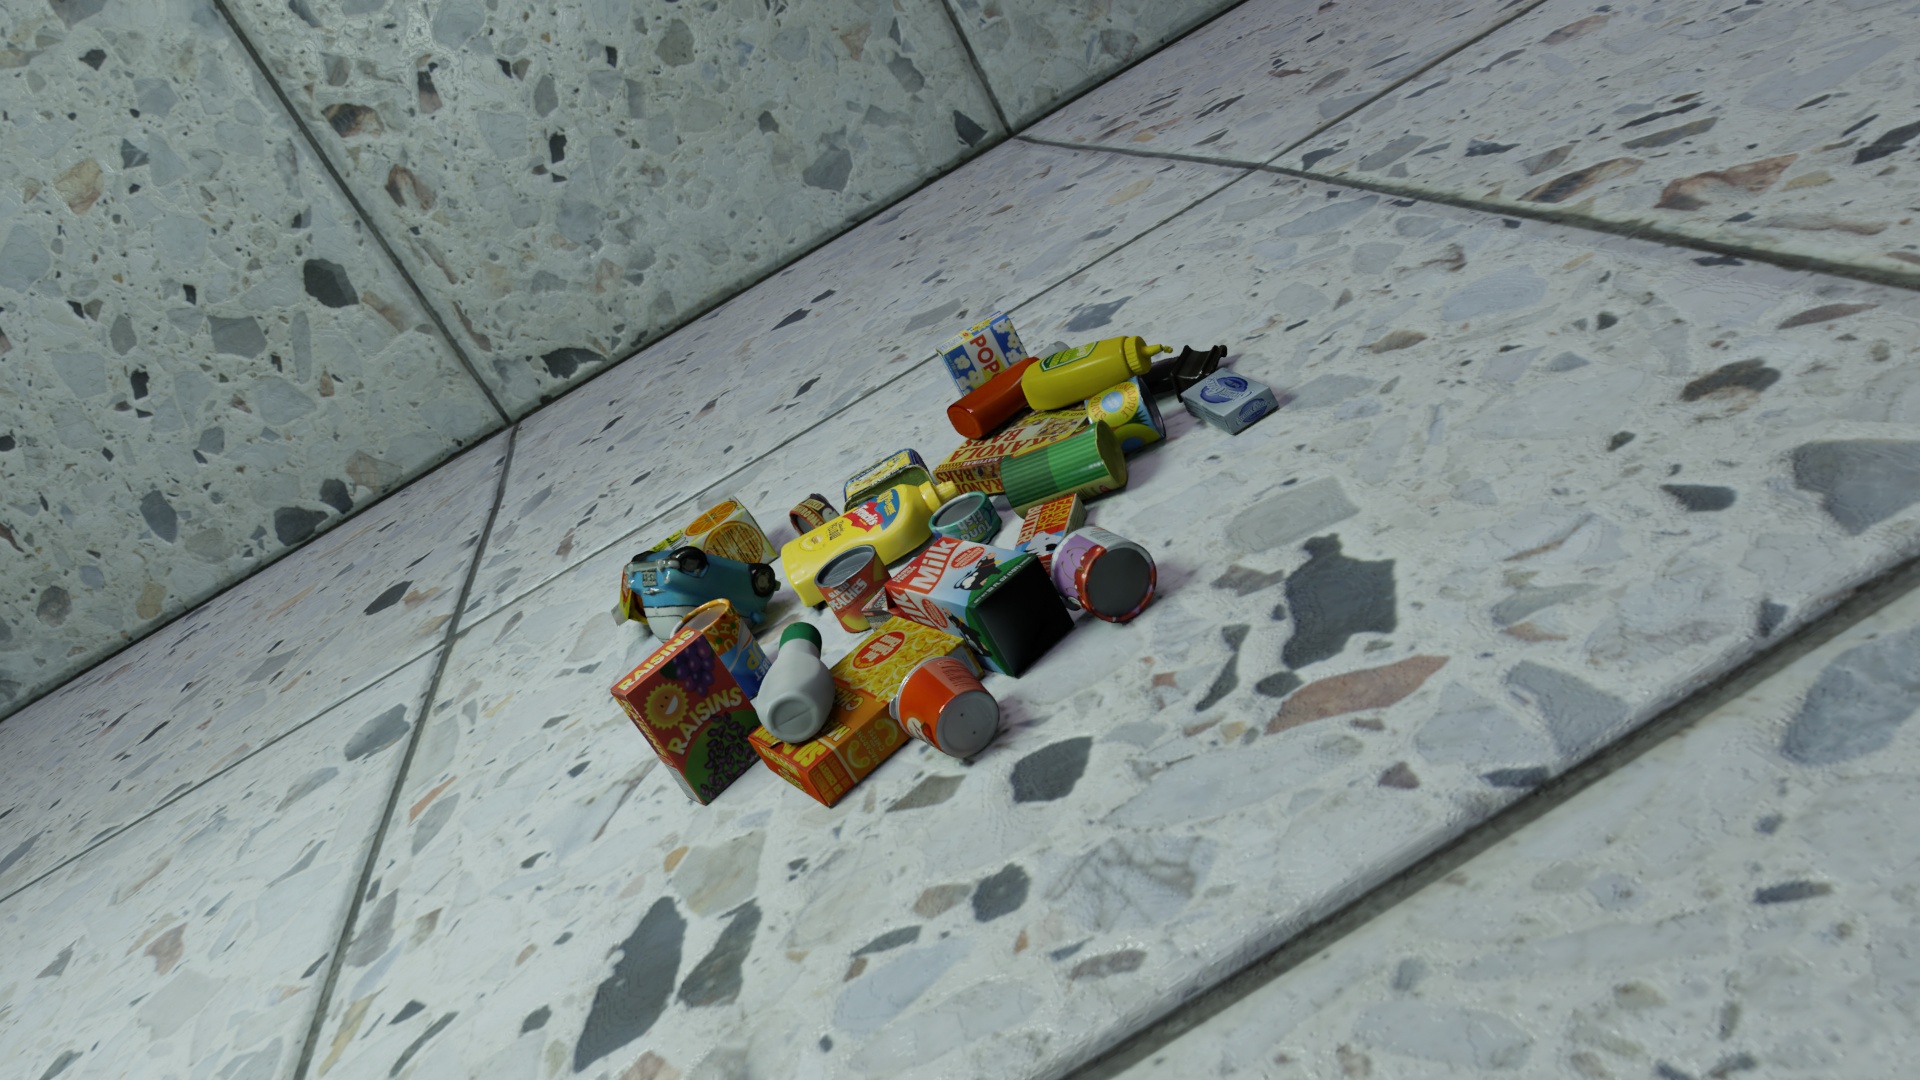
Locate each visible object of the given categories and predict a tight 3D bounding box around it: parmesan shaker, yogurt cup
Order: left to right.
[{"bbox_3d":[-0.007,0.126,1.035,0.072,0.072,0.054,-36,31,-16],"label":"yogurt cup"},{"bbox_3d":[0.095,-0.066,1.307,0.103,0.071,0.072,-19,24,23],"label":"parmesan shaker"}]

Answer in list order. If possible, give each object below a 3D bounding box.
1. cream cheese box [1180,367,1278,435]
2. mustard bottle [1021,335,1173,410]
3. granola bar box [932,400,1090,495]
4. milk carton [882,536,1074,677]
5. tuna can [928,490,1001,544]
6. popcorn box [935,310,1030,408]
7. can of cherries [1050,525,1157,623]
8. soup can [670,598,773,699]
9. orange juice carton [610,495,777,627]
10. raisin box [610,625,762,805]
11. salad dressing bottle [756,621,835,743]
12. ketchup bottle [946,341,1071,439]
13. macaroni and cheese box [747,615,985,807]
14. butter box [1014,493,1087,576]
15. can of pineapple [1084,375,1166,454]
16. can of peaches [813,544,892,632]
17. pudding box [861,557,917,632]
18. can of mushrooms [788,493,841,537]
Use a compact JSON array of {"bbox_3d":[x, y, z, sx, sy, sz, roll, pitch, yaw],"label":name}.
[{"bbox_3d":[0.254,-0.133,1.318,0.053,0.024,0.104,-33,22,-3],"label":"cream cheese box"},{"bbox_3d":[0.142,-0.177,1.416,0.160,0.048,0.066,-15,25,29],"label":"mustard bottle"},{"bbox_3d":[0.070,-0.097,1.443,0.165,0.039,0.125,-6,30,44],"label":"granola bar box"},{"bbox_3d":[0.003,0.050,1.168,0.072,0.073,0.190,-39,24,-21],"label":"milk carton"},{"bbox_3d":[0.005,-0.017,1.362,0.071,0.032,0.071,-25,22,11],"label":"tuna can"},{"bbox_3d":[0.040,-0.180,1.543,0.085,0.126,0.038,-31,25,-3],"label":"popcorn box"},{"bbox_3d":[0.113,0.029,1.097,0.071,0.071,0.058,-35,24,-13],"label":"can of cherries"},{"bbox_3d":[-0.222,0.105,1.310,0.071,0.083,0.071,-25,22,11],"label":"soup can"},{"bbox_3d":[-0.313,0.035,1.583,0.193,0.073,0.072,-34,23,-10],"label":"orange juice carton"},{"bbox_3d":[-0.224,0.147,1.171,0.086,0.123,0.040,-41,25,-24],"label":"raisin box"},{"bbox_3d":[-0.133,0.111,1.137,0.064,0.044,0.148,-29,20,7],"label":"salad dressing bottle"},{"bbox_3d":[0.059,-0.164,1.493,0.149,0.043,0.065,-35,23,-21],"label":"ketchup bottle"},{"bbox_3d":[-0.079,0.134,1.134,0.167,0.040,0.123,-39,23,-21],"label":"macaroni and cheese box"},{"bbox_3d":[0.080,-0.002,1.251,0.053,0.024,0.104,-19,25,24],"label":"butter box"},{"bbox_3d":[0.159,-0.120,1.346,0.058,0.071,0.071,-24,23,17],"label":"can of pineapple"},{"bbox_3d":[-0.097,0.047,1.316,0.071,0.058,0.071,-24,23,11],"label":"can of peaches"},{"bbox_3d":[-0.046,0.050,1.285,0.049,0.030,0.084,-4,33,48],"label":"pudding box"},{"bbox_3d":[-0.154,-0.018,1.505,0.033,0.071,0.071,-41,24,-21],"label":"can of mushrooms"}]
